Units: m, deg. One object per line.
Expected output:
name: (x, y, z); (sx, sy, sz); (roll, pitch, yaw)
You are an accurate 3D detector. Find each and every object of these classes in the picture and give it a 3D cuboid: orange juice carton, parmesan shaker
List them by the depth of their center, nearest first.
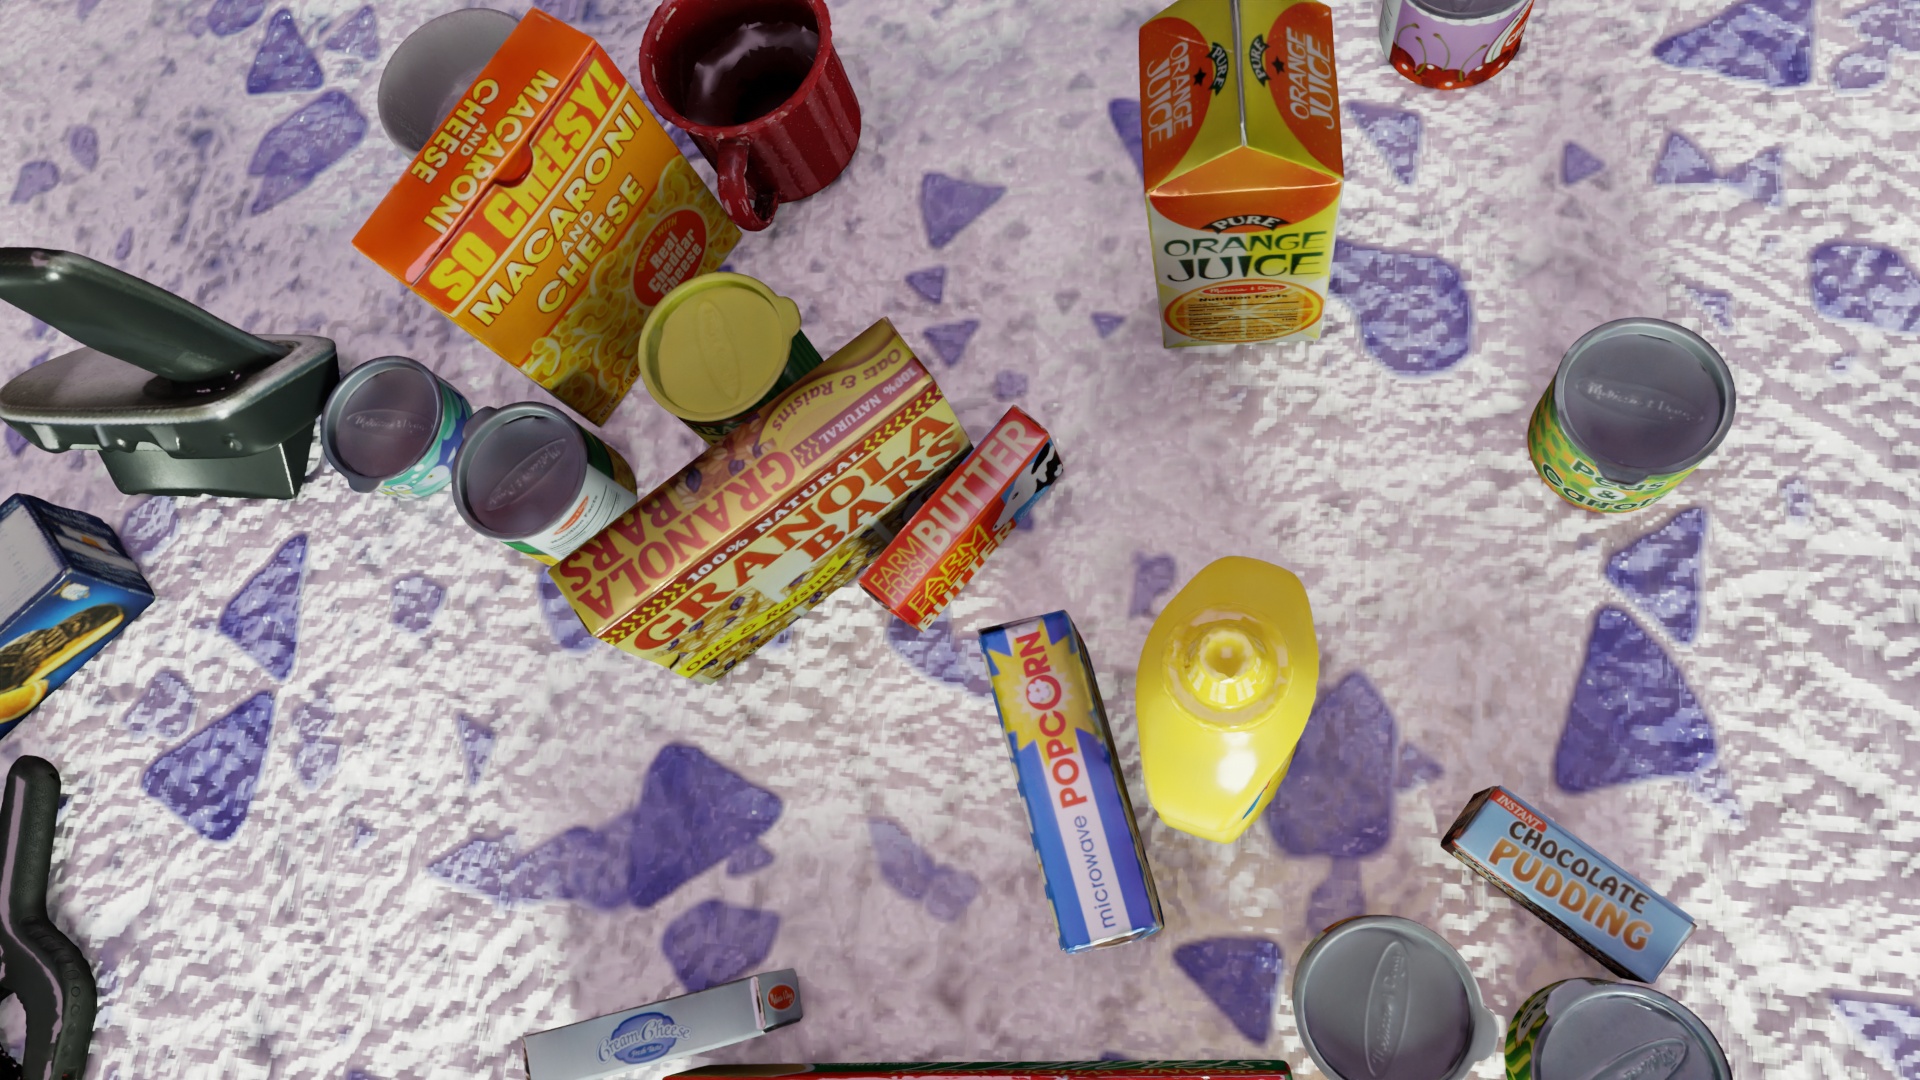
orange juice carton: (0.111, -0.146, 0.554); (0.073, 0.192, 0.072); (-2, 75, 11)
parmesan shaker: (-0.089, -0.069, 0.619); (0.071, 0.103, 0.071); (-3, 75, 11)

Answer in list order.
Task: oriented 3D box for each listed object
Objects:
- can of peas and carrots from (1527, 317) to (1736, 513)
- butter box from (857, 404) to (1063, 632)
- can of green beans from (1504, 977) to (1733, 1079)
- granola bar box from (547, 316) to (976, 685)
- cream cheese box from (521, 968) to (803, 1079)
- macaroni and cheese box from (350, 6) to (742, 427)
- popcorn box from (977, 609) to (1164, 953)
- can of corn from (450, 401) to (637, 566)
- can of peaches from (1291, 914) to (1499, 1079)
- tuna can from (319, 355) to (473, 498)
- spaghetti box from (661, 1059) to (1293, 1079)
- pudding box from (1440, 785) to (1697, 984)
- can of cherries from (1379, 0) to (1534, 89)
can of peas and carrots: (0.270, -0.047, 0.566); (0.071, 0.058, 0.071); (-3, 75, 11)
butter box: (0.002, -0.008, 0.611); (0.024, 0.053, 0.103); (40, 86, 18)
can of green beans: (0.237, 0.195, 0.507); (0.071, 0.057, 0.071); (-3, 75, 11)
granola bar box: (-0.072, -0.009, 0.589); (0.165, 0.124, 0.039); (-37, 72, 0)
cream cheese box: (-0.122, 0.203, 0.578); (0.104, 0.053, 0.024); (-17, 73, 6)
macaroni and cheese box: (-0.173, -0.135, 0.621); (0.040, 0.166, 0.124); (32, 84, 17)
popcorn box: (0.046, 0.098, 0.556); (0.038, 0.085, 0.127); (-17, 73, 7)
can of corn: (-0.195, -0.026, 0.652); (0.071, 0.058, 0.071); (-3, 75, 11)
can of peaches: (0.162, 0.177, 0.526); (0.071, 0.058, 0.071); (-3, 75, 11)
tuna can: (-0.279, -0.053, 0.690); (0.071, 0.032, 0.071); (-3, 75, 10)
spaghetti box: (0.007, 0.223, 0.549); (0.250, 0.050, 0.029); (-4, 75, 10)
pudding box: (0.229, 0.130, 0.530); (0.084, 0.049, 0.030); (36, 85, 18)
can of cherries: (0.228, -0.247, 0.629); (0.071, 0.058, 0.071); (-3, 75, 11)
